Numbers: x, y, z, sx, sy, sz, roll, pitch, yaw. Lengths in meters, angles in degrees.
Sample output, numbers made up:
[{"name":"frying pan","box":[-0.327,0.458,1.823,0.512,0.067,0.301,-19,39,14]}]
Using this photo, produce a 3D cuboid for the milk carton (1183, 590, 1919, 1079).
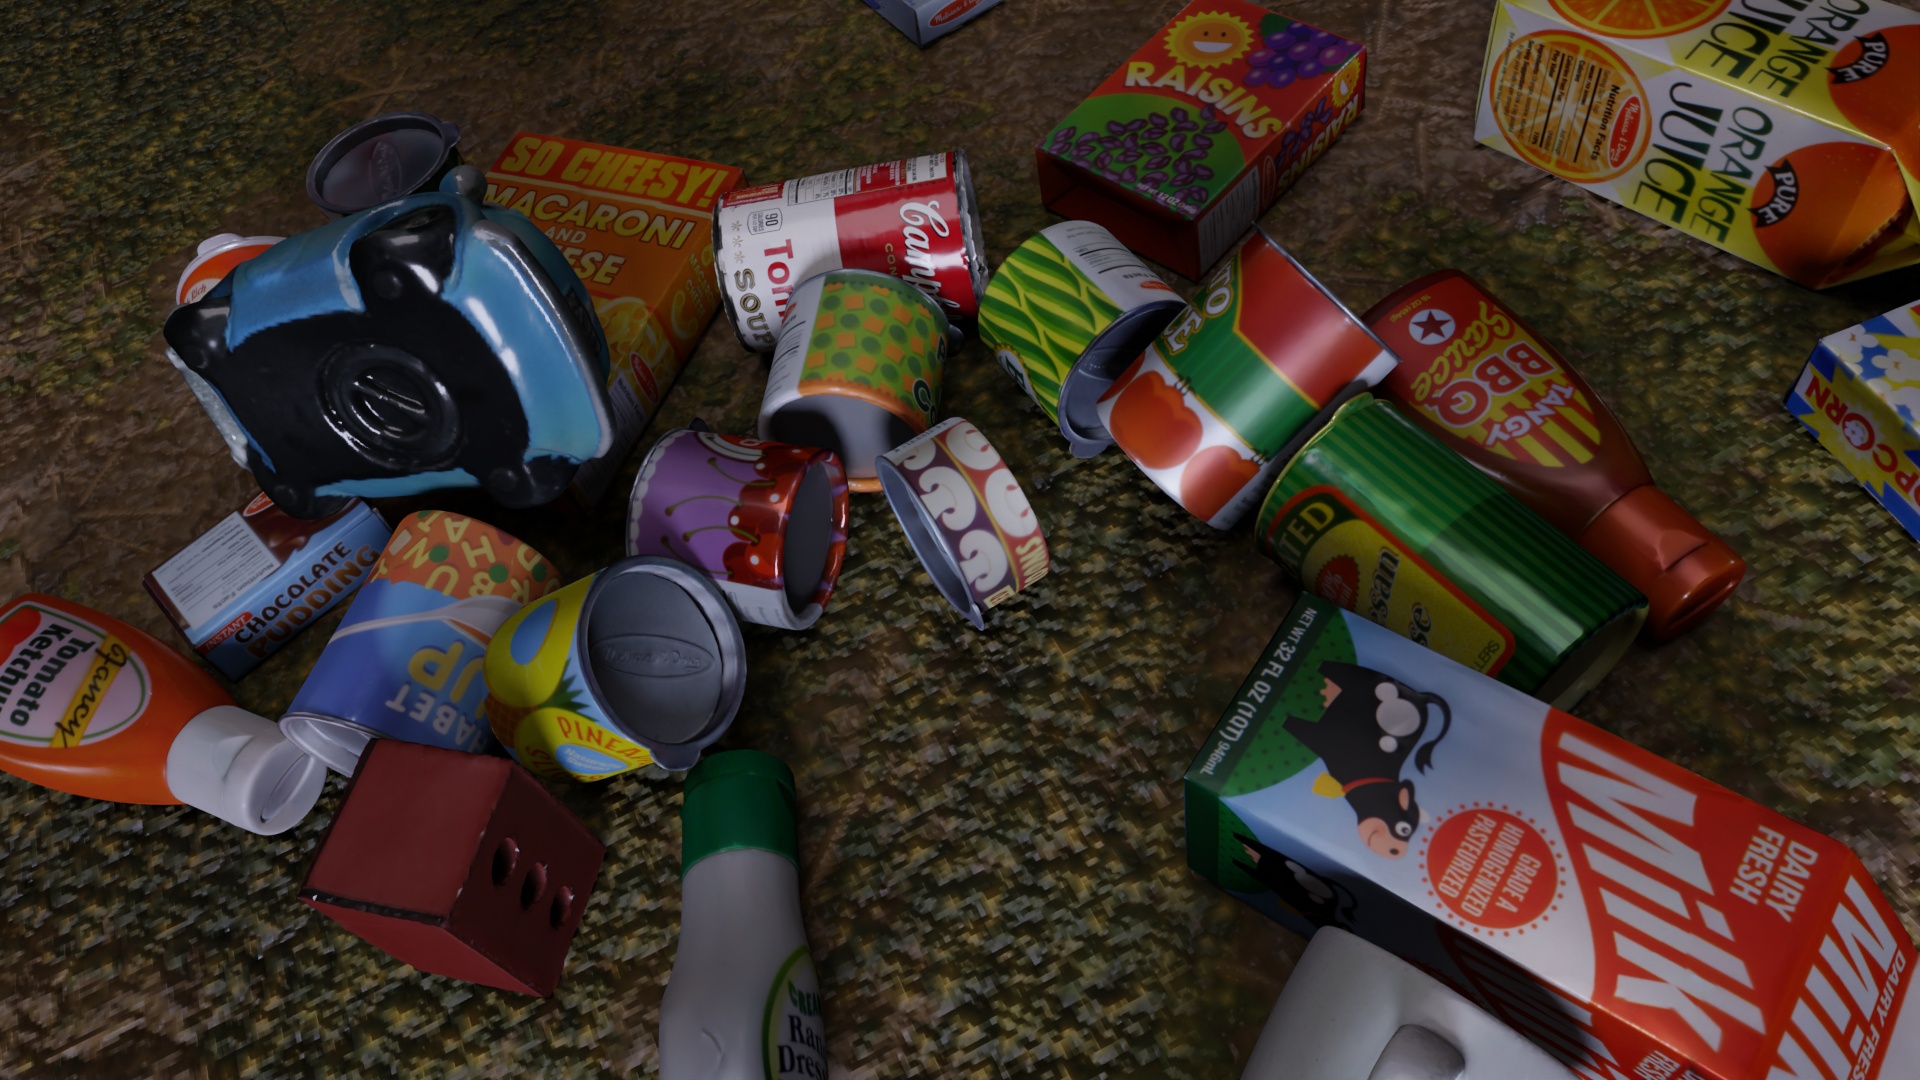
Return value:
[{"name":"milk carton","box":[0.161,0.097,0.378,0.191,0.073,0.072,27,65,25]}]

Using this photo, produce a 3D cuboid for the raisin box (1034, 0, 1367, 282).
[{"name":"raisin box","box":[0.105,-0.177,0.599,0.086,0.040,0.124,33,69,29]}]

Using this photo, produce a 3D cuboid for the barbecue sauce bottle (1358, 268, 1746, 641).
[{"name":"barbecue sauce bottle","box":[0.196,-0.030,0.477,0.065,0.043,0.149,-32,56,-6]}]

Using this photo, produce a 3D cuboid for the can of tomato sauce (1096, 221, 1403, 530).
[{"name":"can of tomato sauce","box":[0.097,-0.056,0.480,0.083,0.071,0.071,-47,54,18]}]

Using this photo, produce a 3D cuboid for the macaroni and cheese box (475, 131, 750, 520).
[{"name":"macaroni and cheese box","box":[-0.176,-0.098,0.596,0.124,0.040,0.167,14,61,19]}]

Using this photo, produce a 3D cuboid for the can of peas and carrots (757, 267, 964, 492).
[{"name":"can of peas and carrots","box":[-0.037,-0.059,0.528,0.071,0.070,0.059,1,57,11]}]

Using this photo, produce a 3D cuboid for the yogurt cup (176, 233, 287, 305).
[{"name":"yogurt cup","box":[-0.297,-0.089,0.600,0.072,0.072,0.054,-23,63,-5]}]

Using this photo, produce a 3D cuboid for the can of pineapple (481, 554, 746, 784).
[{"name":"can of pineapple","box":[-0.115,0.045,0.459,0.057,0.071,0.071,-22,47,37]}]

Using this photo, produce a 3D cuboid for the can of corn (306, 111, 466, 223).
[{"name":"can of corn","box":[-0.251,-0.153,0.638,0.071,0.058,0.071,-5,55,8]}]

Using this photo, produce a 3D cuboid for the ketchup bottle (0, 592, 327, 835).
[{"name":"ketchup bottle","box":[-0.299,0.067,0.505,0.149,0.043,0.065,15,61,19]}]

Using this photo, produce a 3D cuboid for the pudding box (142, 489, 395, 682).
[{"name":"pudding box","box":[-0.269,0.009,0.547,0.084,0.030,0.050,-43,58,-18]}]

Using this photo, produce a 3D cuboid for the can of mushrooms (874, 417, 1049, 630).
[{"name":"can of mushrooms","box":[0.002,-0.006,0.485,0.033,0.070,0.071,-30,56,-11]}]

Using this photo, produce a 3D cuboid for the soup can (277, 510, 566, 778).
[{"name":"soup can","box":[-0.182,0.041,0.485,0.071,0.071,0.084,9,58,16]}]

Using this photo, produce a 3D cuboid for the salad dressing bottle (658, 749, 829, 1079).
[{"name":"salad dressing bottle","box":[-0.063,0.131,0.407,0.044,0.064,0.148,-17,47,6]}]

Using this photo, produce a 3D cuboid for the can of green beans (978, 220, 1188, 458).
[{"name":"can of green beans","box":[0.048,-0.078,0.524,0.071,0.071,0.058,-32,55,-11]}]

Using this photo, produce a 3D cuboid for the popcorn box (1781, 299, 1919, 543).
[{"name":"popcorn box","box":[0.349,-0.027,0.448,0.085,0.038,0.127,-22,55,-4]}]

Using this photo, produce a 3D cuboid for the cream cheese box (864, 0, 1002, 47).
[{"name":"cream cheese box","box":[-0.028,-0.296,0.715,0.053,0.024,0.104,-33,56,-14]}]

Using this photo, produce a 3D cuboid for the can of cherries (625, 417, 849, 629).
[{"name":"can of cherries","box":[-0.077,-0.007,0.498,0.058,0.071,0.072,8,58,16]}]

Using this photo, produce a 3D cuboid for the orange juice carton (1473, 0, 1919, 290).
[{"name":"orange juice carton","box":[0.304,-0.164,0.530,0.193,0.072,0.072,37,69,29]}]

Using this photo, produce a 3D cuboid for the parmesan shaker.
[{"name":"parmesan shaker","box":[0.154,0.009,0.441,0.071,0.071,0.103,-35,57,-13]}]
